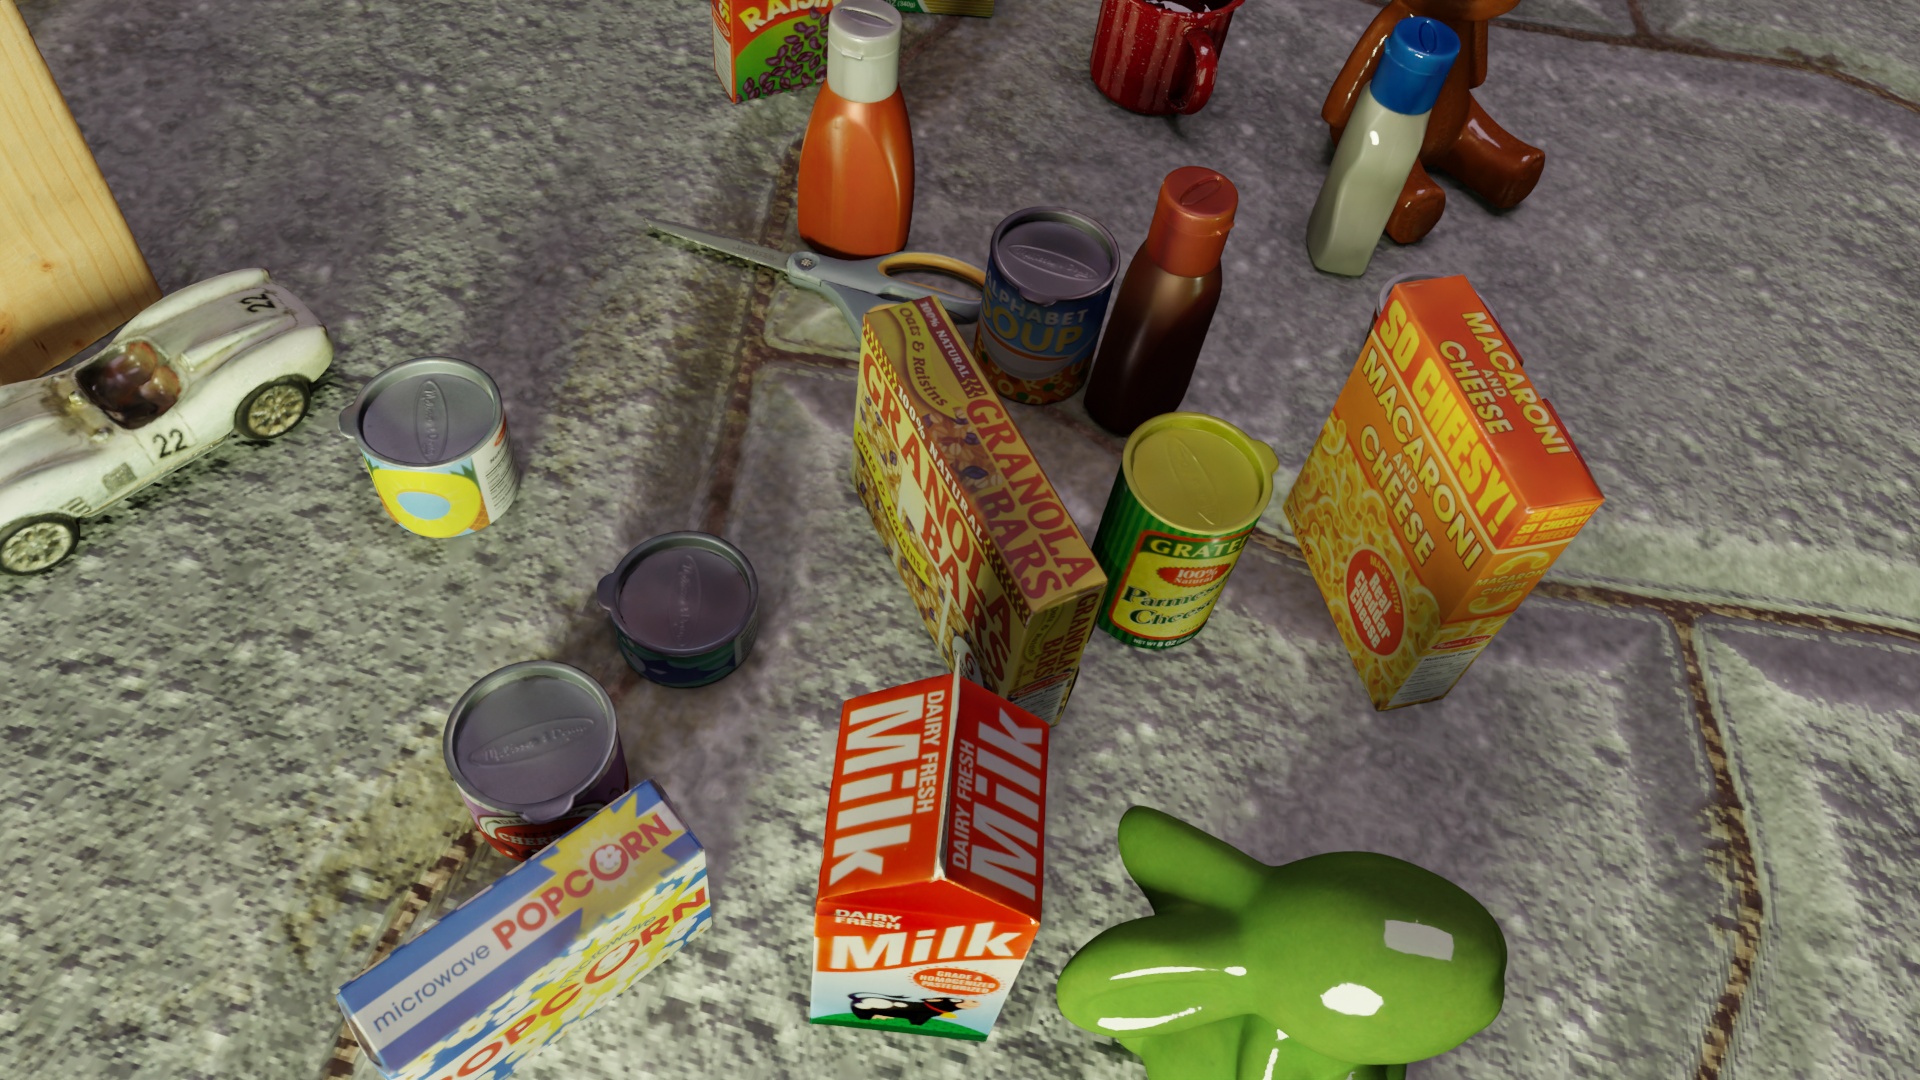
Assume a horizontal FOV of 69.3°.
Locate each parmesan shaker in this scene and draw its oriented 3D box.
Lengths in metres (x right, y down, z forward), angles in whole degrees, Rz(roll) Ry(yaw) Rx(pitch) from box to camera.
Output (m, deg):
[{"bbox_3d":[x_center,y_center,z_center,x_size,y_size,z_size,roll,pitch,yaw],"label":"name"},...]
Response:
[{"bbox_3d":[0.100,-0.002,0.642,0.071,0.102,0.071,4,55,-5],"label":"parmesan shaker"}]

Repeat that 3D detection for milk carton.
[{"bbox_3d":[-0.013,0.115,0.492,0.073,0.189,0.073,7,55,-3],"label":"milk carton"}]

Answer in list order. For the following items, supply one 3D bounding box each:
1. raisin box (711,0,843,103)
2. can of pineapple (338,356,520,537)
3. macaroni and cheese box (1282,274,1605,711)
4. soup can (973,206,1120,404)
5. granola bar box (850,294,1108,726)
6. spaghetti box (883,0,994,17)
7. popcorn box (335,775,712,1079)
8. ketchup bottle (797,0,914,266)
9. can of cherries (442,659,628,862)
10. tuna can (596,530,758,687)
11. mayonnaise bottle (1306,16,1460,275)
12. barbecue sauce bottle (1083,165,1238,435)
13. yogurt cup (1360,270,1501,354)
[{"bbox_3d":[-0.104,-0.329,0.829,0.086,0.122,0.040,-18,60,-19],"label":"raisin box"},{"bbox_3d":[-0.246,-0.043,0.652,0.071,0.057,0.071,4,55,-5],"label":"can of pineapple"},{"bbox_3d":[0.209,-0.017,0.628,0.040,0.165,0.124,-9,57,-13],"label":"macaroni and cheese box"},{"bbox_3d":[0.042,-0.120,0.728,0.071,0.083,0.072,4,55,-5],"label":"soup can"},{"bbox_3d":[0.002,-0.008,0.620,0.039,0.123,0.166,-18,60,-19],"label":"granola bar box"},{"bbox_3d":[-0.099,-0.380,0.910,0.250,0.050,0.029,2,56,-6],"label":"spaghetti box"},{"bbox_3d":[-0.154,0.152,0.512,0.127,0.084,0.038,-34,66,-26],"label":"popcorn box"},{"bbox_3d":[-0.054,-0.214,0.741,0.065,0.148,0.044,19,55,6],"label":"ketchup bottle"},{"bbox_3d":[-0.171,0.094,0.567,0.071,0.058,0.072,4,55,-5],"label":"can of cherries"},{"bbox_3d":[-0.127,0.031,0.631,0.071,0.032,0.071,4,55,-5],"label":"tuna can"},{"bbox_3d":[0.237,-0.222,0.785,0.041,0.147,0.065,11,55,0],"label":"mayonnaise bottle"},{"bbox_3d":[0.103,-0.118,0.695,0.065,0.147,0.044,-36,67,-27],"label":"barbecue sauce bottle"},{"bbox_3d":[0.254,-0.107,0.765,0.072,0.053,0.073,4,55,-5],"label":"yogurt cup"}]
